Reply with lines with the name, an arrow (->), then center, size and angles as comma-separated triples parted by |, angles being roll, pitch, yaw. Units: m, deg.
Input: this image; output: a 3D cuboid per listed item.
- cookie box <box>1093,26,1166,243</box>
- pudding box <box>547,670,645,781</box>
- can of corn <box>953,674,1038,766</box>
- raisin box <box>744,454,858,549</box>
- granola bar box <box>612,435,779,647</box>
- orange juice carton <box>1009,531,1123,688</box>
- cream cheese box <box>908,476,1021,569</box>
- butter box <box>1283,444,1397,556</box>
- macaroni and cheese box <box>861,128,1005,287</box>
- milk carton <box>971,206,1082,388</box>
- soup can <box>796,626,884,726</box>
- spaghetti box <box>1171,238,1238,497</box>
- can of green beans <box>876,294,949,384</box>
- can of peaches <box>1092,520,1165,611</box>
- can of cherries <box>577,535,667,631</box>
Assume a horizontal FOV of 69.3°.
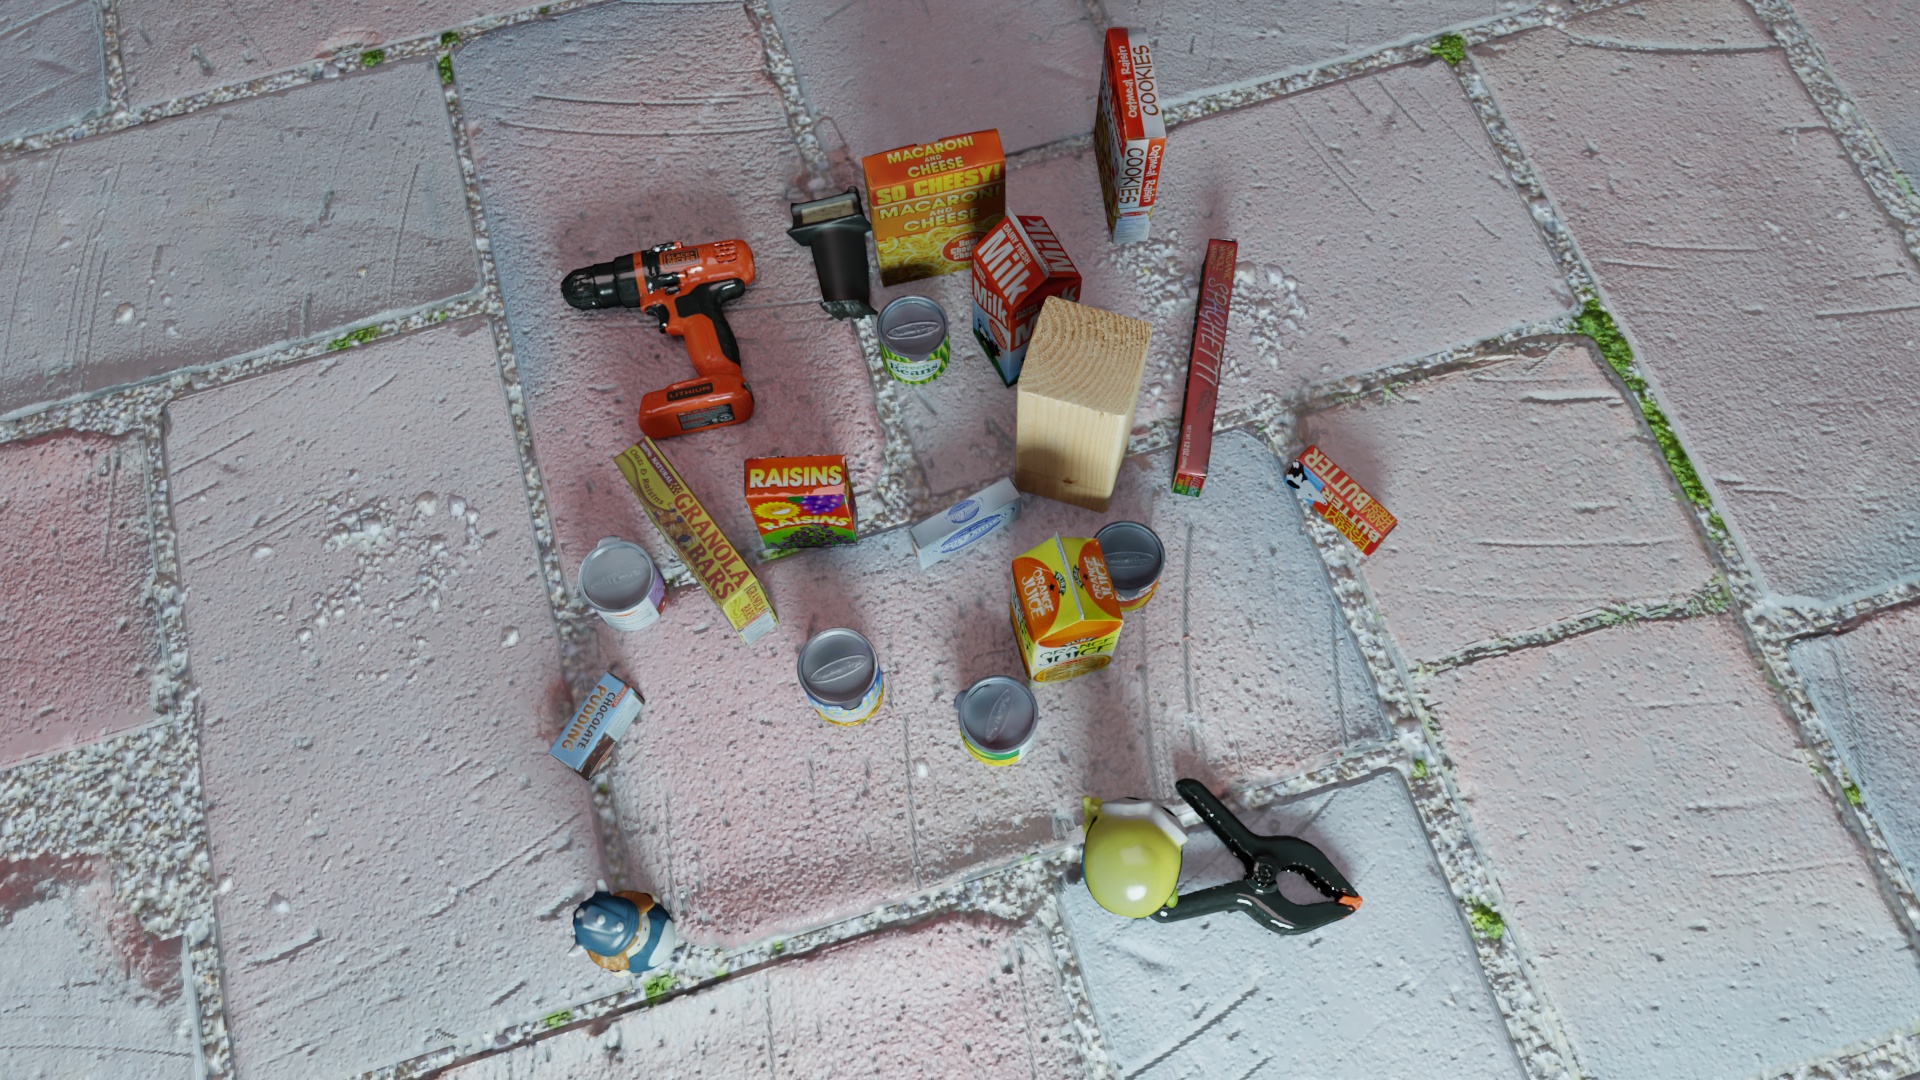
cookie box -> 0.156, -0.377, 1.304 | 0.040, 0.167, 0.123 | -6, 70, -1
pudding box -> -0.306, 0.157, 1.172 | 0.030, 0.049, 0.084 | 29, 73, 11
can of corn -> 0.029, 0.151, 1.163 | 0.071, 0.058, 0.071 | 0, 69, 1
raisin box -> -0.135, -0.033, 1.201 | 0.086, 0.123, 0.040 | -2, 70, 0
granola bar box -> -0.224, 0.002, 1.189 | 0.039, 0.123, 0.166 | -36, 73, -11
orange juice carton -> 0.084, 0.057, 1.127 | 0.073, 0.192, 0.072 | -14, 70, -4
cream cheese box -> 0.004, -0.015, 1.230 | 0.104, 0.053, 0.024 | -28, 72, -9
butter box -> 0.337, -0.035, 1.231 | 0.024, 0.053, 0.103 | -41, 74, -13
macaroni and cheese box -> -0.022, -0.304, 1.280 | 0.124, 0.166, 0.040 | -14, 70, -4
milk carton -> 0.057, -0.218, 1.233 | 0.073, 0.190, 0.072 | -27, 71, -9
soup can -> -0.098, 0.118, 1.164 | 0.071, 0.083, 0.071 | 0, 69, 1
spaghetti box -> 0.226, -0.163, 1.284 | 0.029, 0.050, 0.251 | 9, 70, 5
can of green beans -> -0.043, -0.186, 1.293 | 0.071, 0.057, 0.071 | 0, 69, 1
can of peaches -> 0.142, 0.026, 1.209 | 0.071, 0.058, 0.071 | 0, 69, 1
can of cherries -> -0.293, 0.038, 1.212 | 0.071, 0.058, 0.072 | 0, 69, 1
